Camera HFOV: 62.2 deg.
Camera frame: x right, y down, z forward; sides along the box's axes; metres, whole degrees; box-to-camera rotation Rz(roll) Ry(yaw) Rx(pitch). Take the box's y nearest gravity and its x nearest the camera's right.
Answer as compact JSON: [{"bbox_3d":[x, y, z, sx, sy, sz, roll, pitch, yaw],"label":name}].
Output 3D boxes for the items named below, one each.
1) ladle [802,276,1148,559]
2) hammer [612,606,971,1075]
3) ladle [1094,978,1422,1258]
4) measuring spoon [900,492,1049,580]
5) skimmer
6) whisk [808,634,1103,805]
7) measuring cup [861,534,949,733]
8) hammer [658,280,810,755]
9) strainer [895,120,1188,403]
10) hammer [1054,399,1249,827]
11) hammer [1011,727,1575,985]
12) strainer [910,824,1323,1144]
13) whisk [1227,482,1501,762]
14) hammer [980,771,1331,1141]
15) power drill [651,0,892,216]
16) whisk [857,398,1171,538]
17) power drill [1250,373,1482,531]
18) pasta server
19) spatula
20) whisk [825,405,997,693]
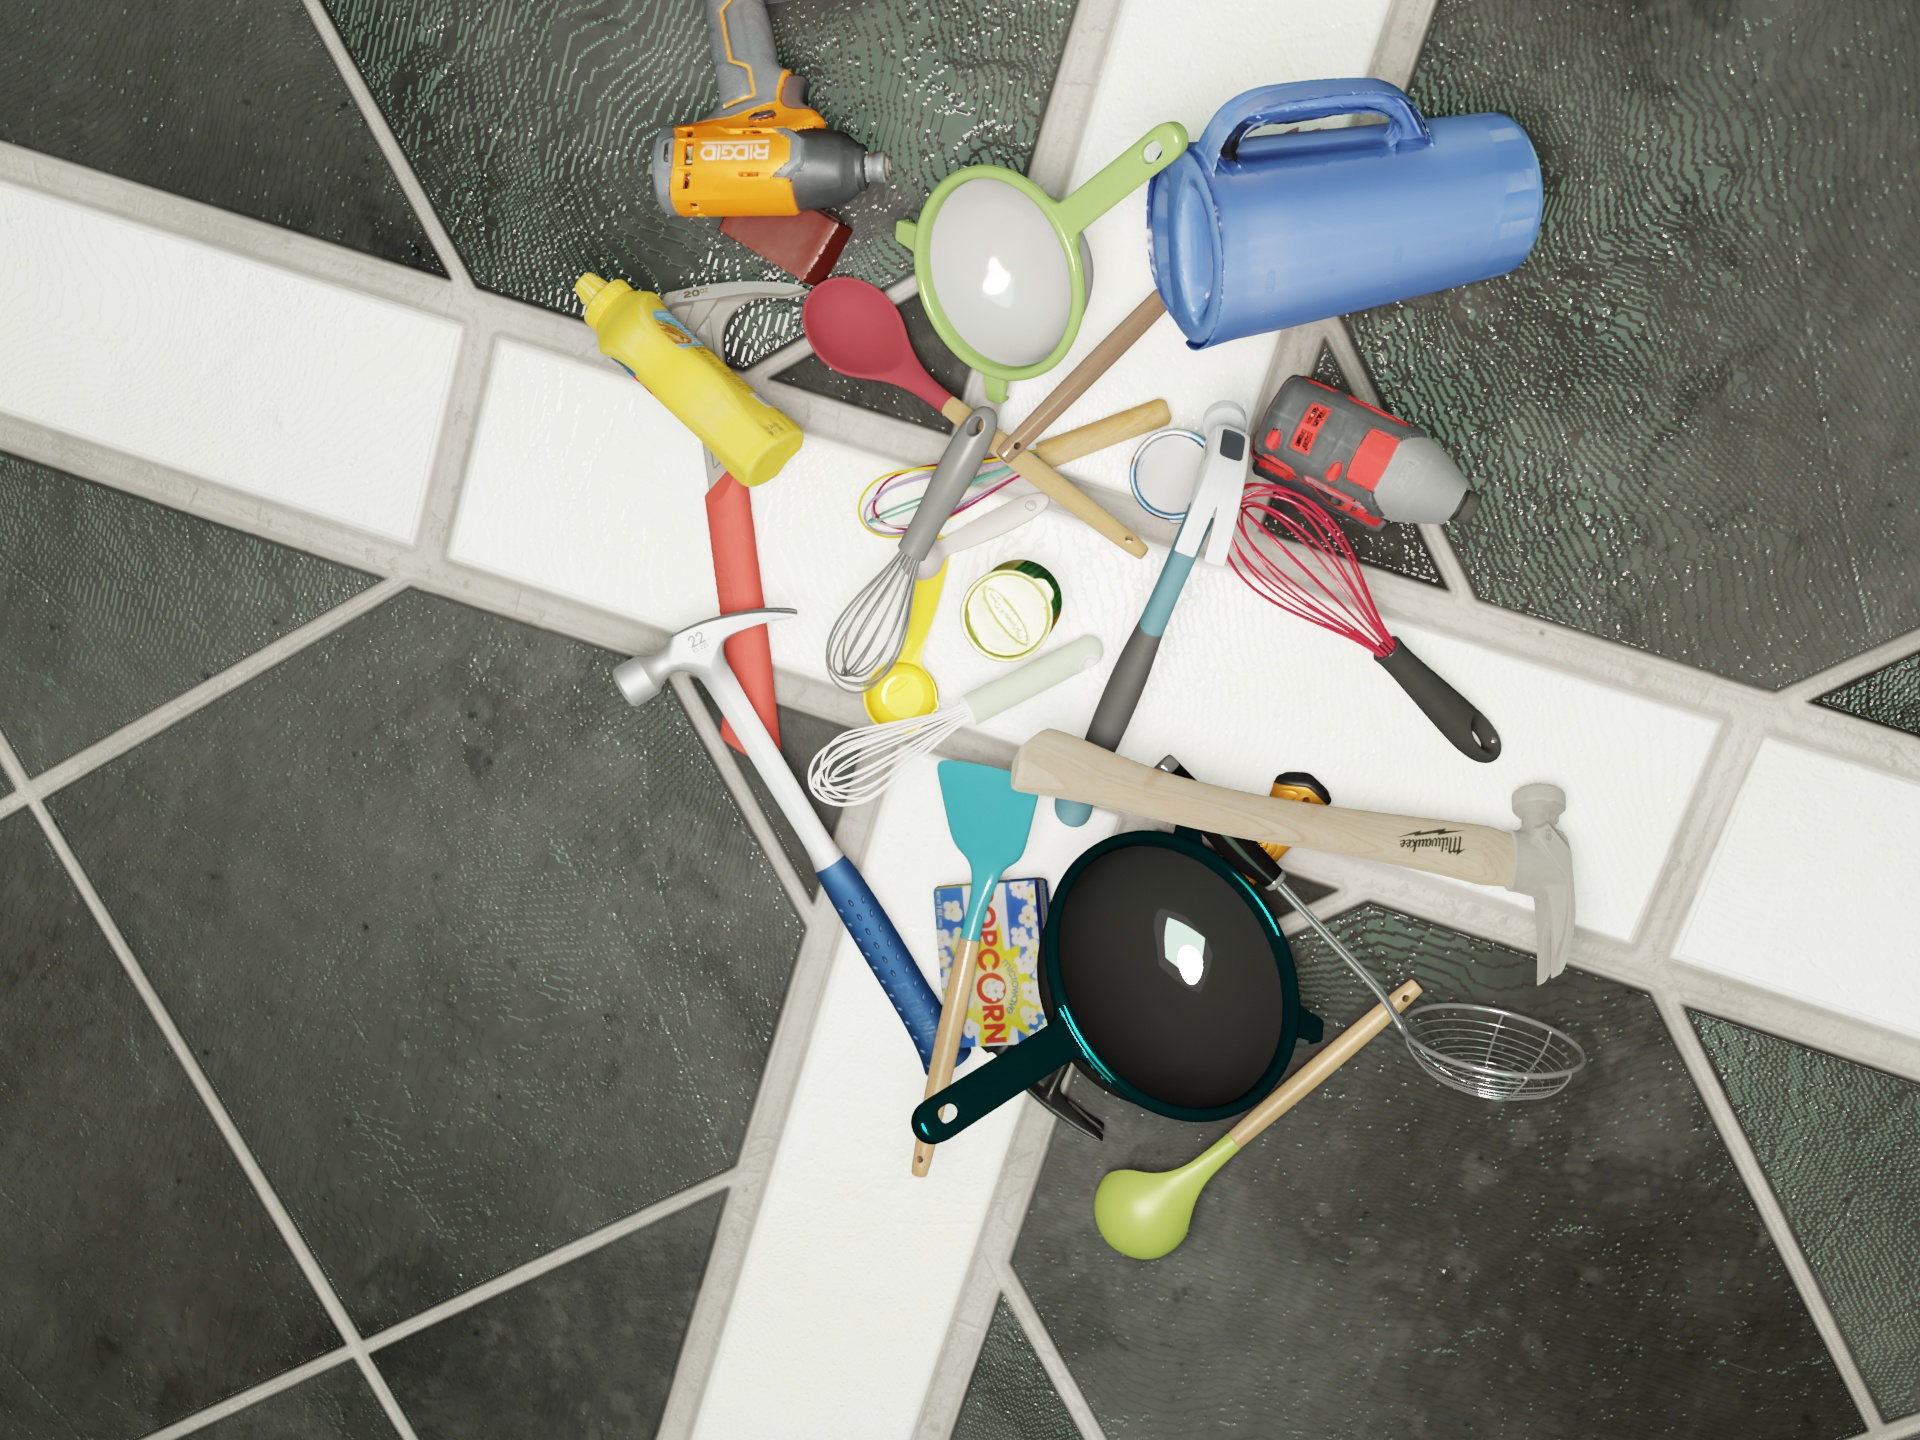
[{"bbox_3d":[0.011,-0.217,1.162,0.315,0.031,0.069,39,86,10],"label":"ladle"},{"bbox_3d":[-0.101,0.099,1.232,0.144,0.035,0.405,-30,102,0],"label":"hammer"},{"bbox_3d":[0.234,0.309,1.249,0.320,0.062,0.078,-42,90,6],"label":"ladle"},{"bbox_3d":[0.010,-0.143,1.204,0.124,0.018,0.034,-25,83,7],"label":"measuring spoon"},{"bbox_3d":[0.293,0.141,1.156,0.363,0.127,0.090,46,107,1],"label":"skimmer"},{"bbox_3d":[-0.002,-0.004,1.192,0.246,0.057,0.059,-27,57,-8],"label":"whisk"},{"bbox_3d":[-0.032,-0.066,1.229,0.062,0.029,0.156,14,90,8],"label":"measuring cup"},{"bbox_3d":[-0.167,-0.151,1.224,0.149,0.037,0.359,-5,98,9],"label":"hammer"},{"bbox_3d":[0.074,-0.339,1.096,0.256,0.069,0.151,-25,97,48],"label":"strainer"},{"bbox_3d":[0.132,-0.057,1.132,0.033,0.128,0.330,18,125,-3],"label":"hammer"},{"bbox_3d":[0.237,0.081,1.125,0.410,0.038,0.146,11,62,-6],"label":"hammer"},{"bbox_3d":[0.086,0.214,1.113,0.211,0.340,0.095,60,145,9],"label":"strainer"},{"bbox_3d":[0.292,-0.064,1.134,0.295,0.073,0.073,41,103,-19],"label":"whisk"},{"bbox_3d":[0.166,0.174,1.232,0.127,0.034,0.337,42,103,0],"label":"hammer"},{"bbox_3d":[-0.125,-0.464,1.114,0.164,0.084,0.226,2,84,8],"label":"power drill"},{"bbox_3d":[0.038,-0.192,1.185,0.245,0.051,0.047,-19,91,8],"label":"whisk"},{"bbox_3d":[0.266,-0.175,1.063,0.143,0.220,0.078,27,103,3],"label":"power drill"},{"bbox_3d":[0.143,-0.297,1.127,0.316,0.040,0.060,-45,111,1],"label":"pasta server"},{"bbox_3d":[-0.004,0.190,1.198,0.082,0.044,0.317,12,91,20],"label":"spatula"},{"bbox_3d":[-0.033,-0.123,1.164,0.055,0.055,0.239,30,110,2],"label":"whisk"}]
